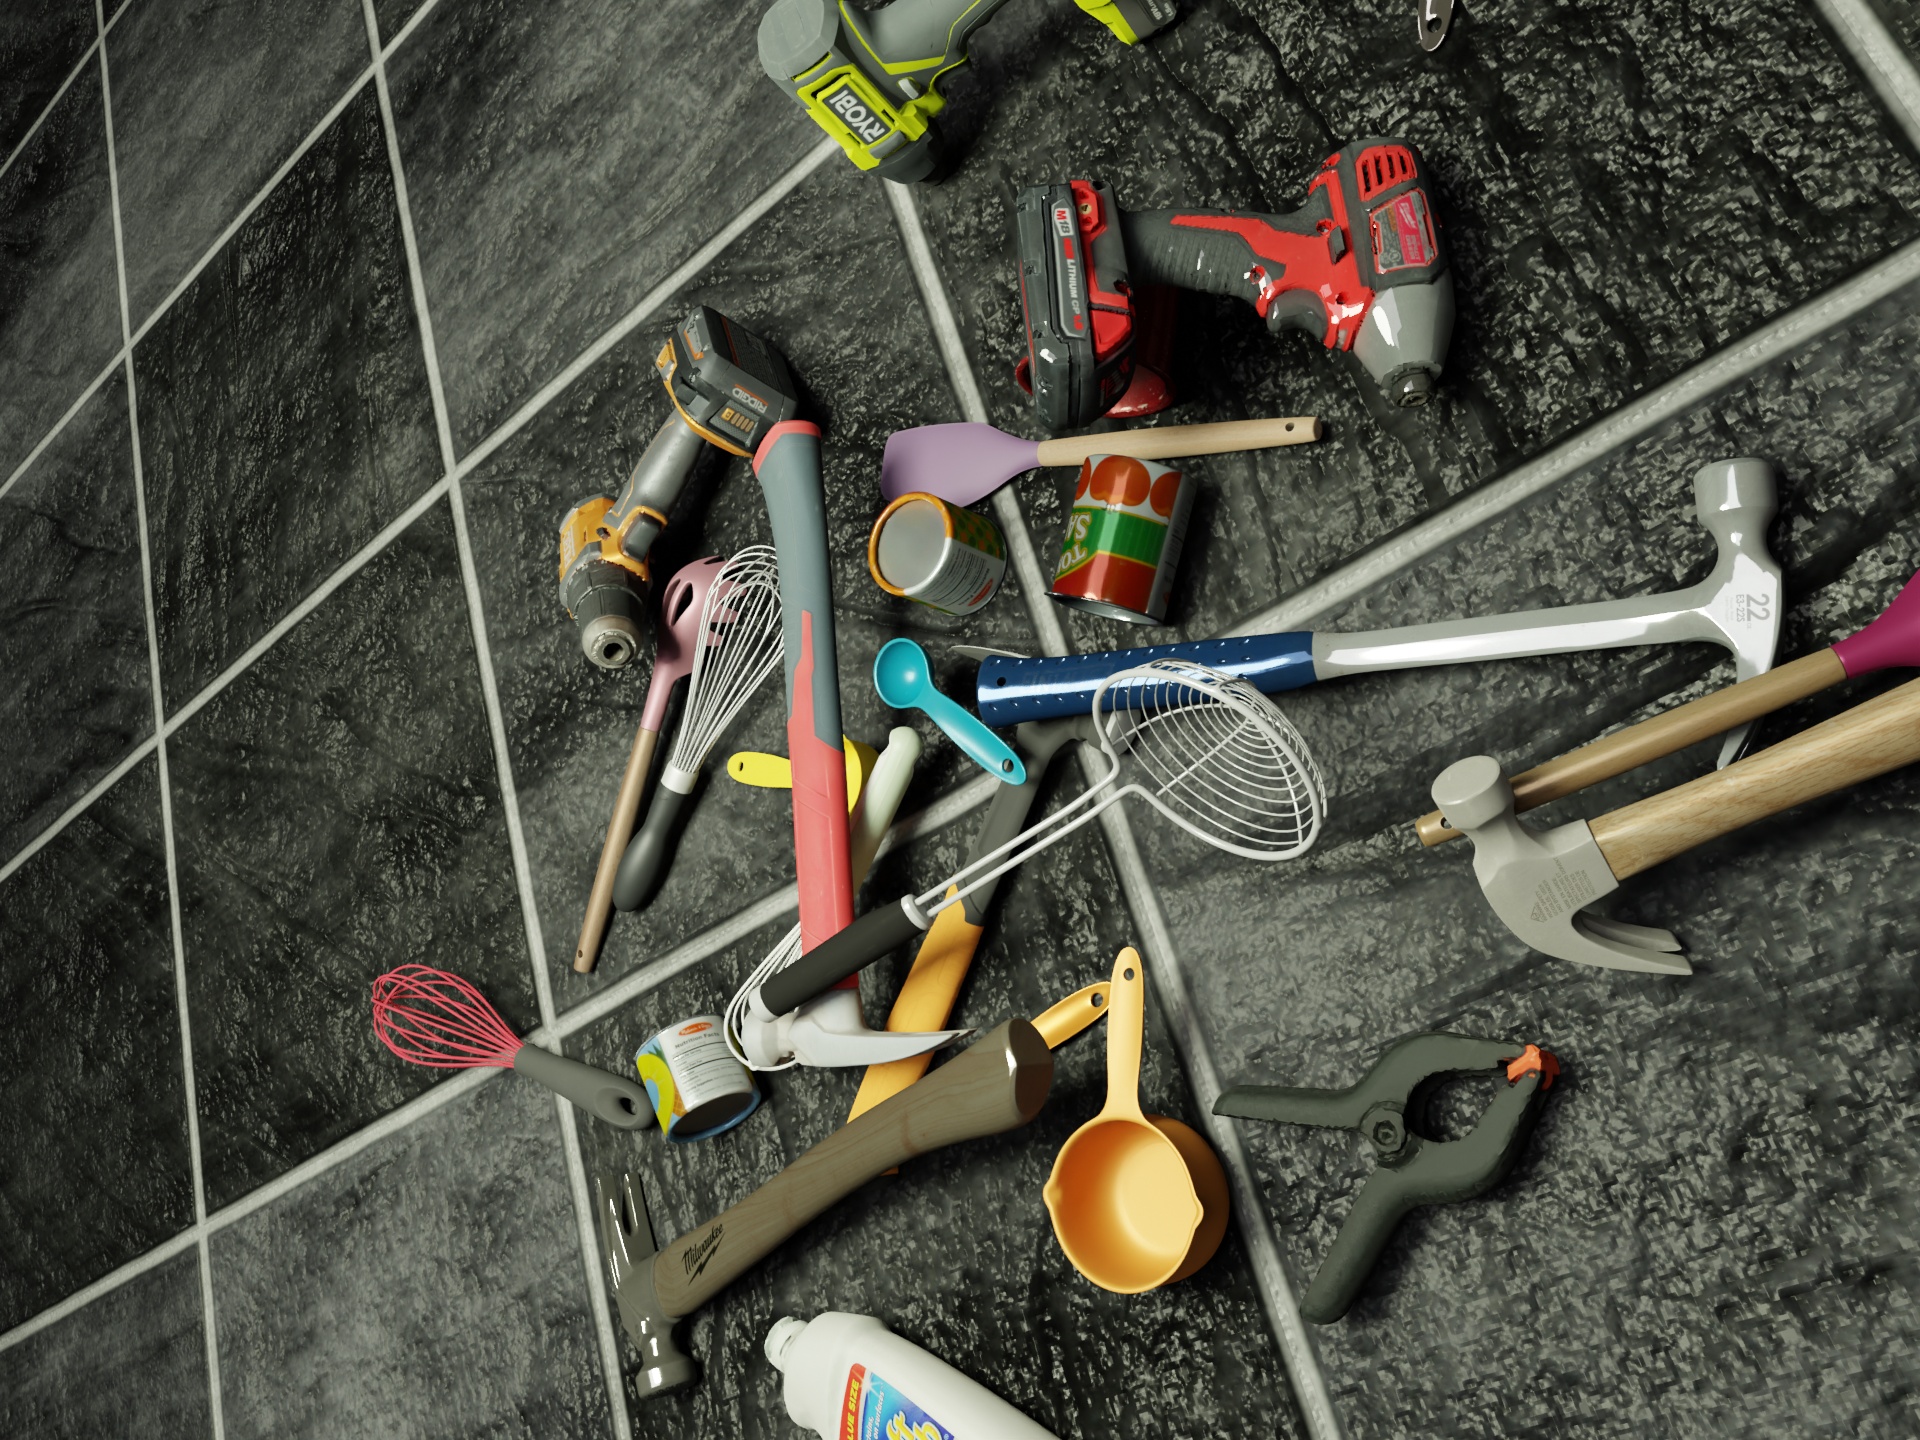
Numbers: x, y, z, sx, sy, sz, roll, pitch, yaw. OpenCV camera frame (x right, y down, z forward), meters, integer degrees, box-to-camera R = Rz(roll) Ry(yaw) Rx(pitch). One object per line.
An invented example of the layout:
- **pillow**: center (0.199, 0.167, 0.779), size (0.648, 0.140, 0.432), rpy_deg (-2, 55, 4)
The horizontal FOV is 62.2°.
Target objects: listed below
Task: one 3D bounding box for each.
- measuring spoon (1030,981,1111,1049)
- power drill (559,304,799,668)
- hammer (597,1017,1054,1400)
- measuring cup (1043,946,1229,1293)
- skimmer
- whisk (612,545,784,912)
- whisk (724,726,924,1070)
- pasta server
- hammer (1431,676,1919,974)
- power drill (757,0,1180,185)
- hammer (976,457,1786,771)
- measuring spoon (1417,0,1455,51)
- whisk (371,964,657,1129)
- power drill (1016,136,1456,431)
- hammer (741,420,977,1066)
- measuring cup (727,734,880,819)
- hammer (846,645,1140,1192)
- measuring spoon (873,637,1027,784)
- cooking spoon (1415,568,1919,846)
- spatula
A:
- **measuring spoon**: center (0.046, 0.182, 0.912), size (0.117, 0.011, 0.021), rpy_deg (-38, 58, 22)
- **power drill**: center (-0.205, -0.154, 1.099), size (0.226, 0.084, 0.186), rpy_deg (-51, 31, 20)
- **hammer**: center (-0.094, 0.269, 0.944), size (0.410, 0.038, 0.146), rpy_deg (-41, 57, 35)
- **measuring cup**: center (0.098, 0.209, 0.838), size (0.095, 0.052, 0.174), rpy_deg (-6, 75, 37)
- **skimmer**: center (0.019, 0.087, 0.824), size (0.363, 0.127, 0.090), rpy_deg (-33, 18, 23)
- **whisk**: center (-0.182, 0.010, 1.096), size (0.070, 0.070, 0.284), rpy_deg (37, 108, 37)
- **whisk**: center (-0.081, 0.113, 0.986), size (0.059, 0.058, 0.246), rpy_deg (24, 103, -6)
- **pasta server**: center (-0.224, 0.032, 1.142), size (0.060, 0.040, 0.316), rpy_deg (22, 99, 38)
- **hammer**: center (0.373, 0.009, 0.646), size (0.331, 0.130, 0.031), rpy_deg (-27, 22, 20)
- **power drill**: center (0.011, -0.423, 0.974), size (0.223, 0.171, 0.080), rpy_deg (-26, 66, 22)
- **hammer**: center (0.190, -0.028, 0.801), size (0.405, 0.035, 0.144), rpy_deg (-6, 77, 31)
- **measuring spoon**: center (0.267, -0.424, 0.865), size (0.034, 0.018, 0.124), rpy_deg (10, 94, 37)
- **whisk**: center (-0.331, 0.242, 1.163), size (0.296, 0.073, 0.073), rpy_deg (13, 89, 32)
- **power drill**: center (0.143, -0.219, 0.824), size (0.219, 0.078, 0.143), rpy_deg (-7, 73, 1)
- **hammer**: center (-0.073, 0.008, 0.948), size (0.143, 0.038, 0.386), rpy_deg (-8, 82, 27)
- **measuring cup**: center (-0.103, 0.037, 1.052), size (0.157, 0.029, 0.062), rpy_deg (6, 85, 50)
- **hammer**: center (-0.009, 0.123, 0.949), size (0.127, 0.034, 0.337), rpy_deg (27, 97, 37)
- **measuring spoon**: center (-0.001, -0.003, 0.938), size (0.129, 0.021, 0.042), rpy_deg (41, 114, 28)
- **cooking spoon**: center (0.345, -0.013, 0.673), size (0.319, 0.017, 0.069), rpy_deg (-26, 74, 17)
- **spatula**: center (0.070, -0.160, 0.956), size (0.316, 0.018, 0.060), rpy_deg (2, 83, 39)
